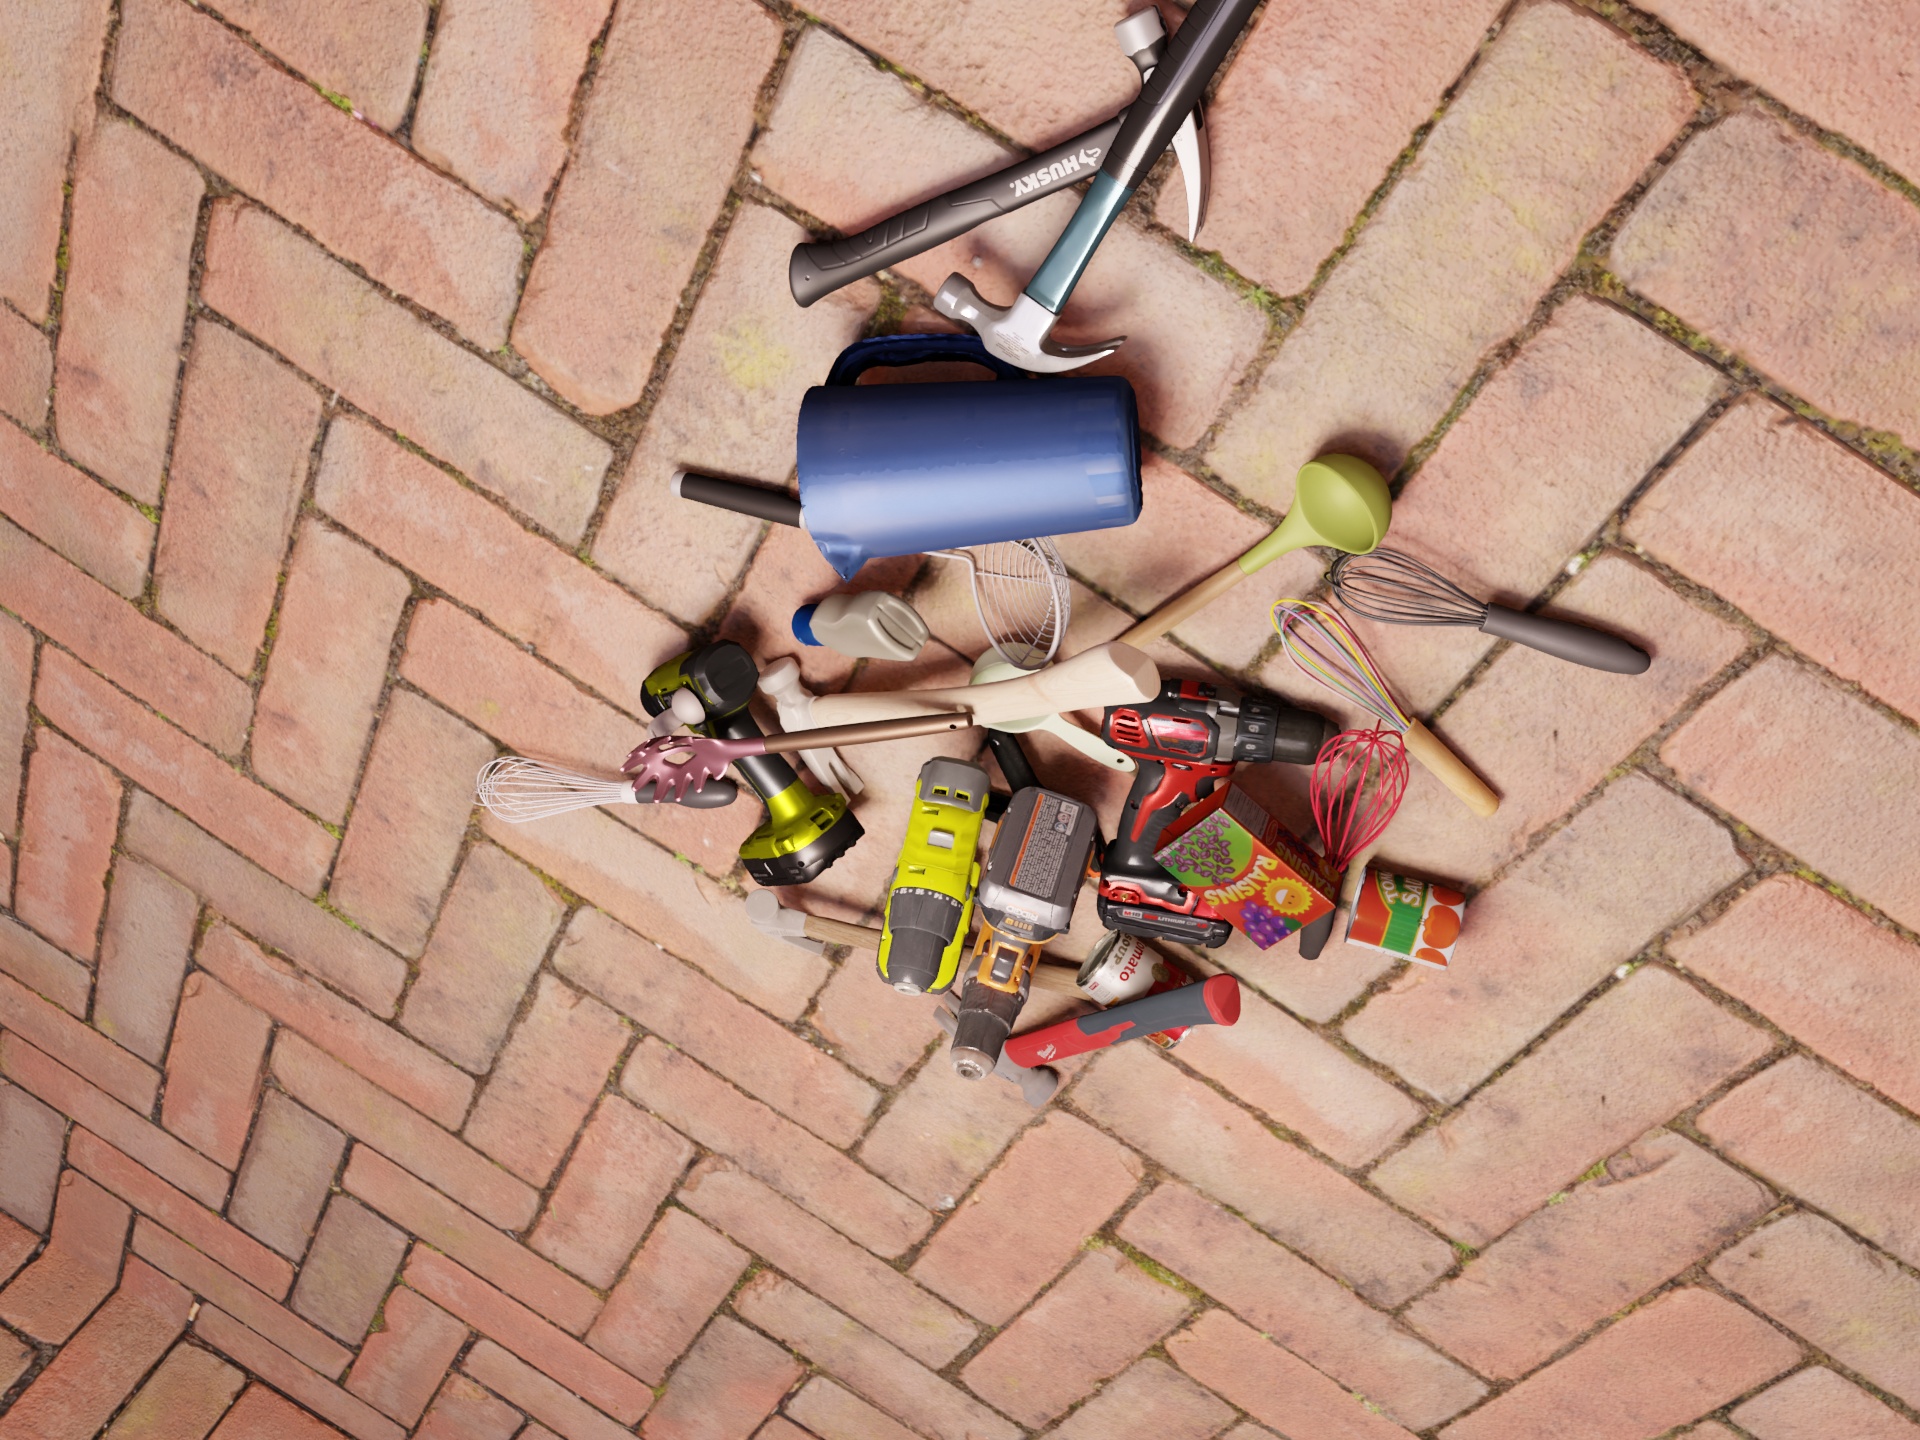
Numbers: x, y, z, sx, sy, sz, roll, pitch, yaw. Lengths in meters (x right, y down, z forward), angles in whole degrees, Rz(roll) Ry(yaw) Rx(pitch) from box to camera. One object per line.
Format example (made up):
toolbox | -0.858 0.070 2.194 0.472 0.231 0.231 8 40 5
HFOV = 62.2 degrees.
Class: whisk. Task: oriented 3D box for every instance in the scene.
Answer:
whisk | 0.381 -0.075 1.154 0.239 0.055 0.055 17 127 6
whisk | 0.328 -0.009 1.220 0.245 0.051 0.047 42 122 -11
whisk | 0.303 0.105 1.274 0.073 0.073 0.295 15 140 13
whisk | -0.348 0.068 1.551 0.284 0.070 0.070 0 122 16

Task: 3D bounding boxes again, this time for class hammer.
hammer | -0.002 -0.004 1.294 0.411 0.038 0.146 -7 121 46
hammer | -0.035 0.217 1.503 0.331 0.031 0.130 11 162 6
hammer | 0.017 -0.360 1.120 0.335 0.035 0.146 -14 114 30
hammer | 0.112 0.266 1.418 0.143 0.038 0.386 42 148 -8
hammer | 0.109 -0.366 1.033 0.128 0.033 0.331 36 128 0

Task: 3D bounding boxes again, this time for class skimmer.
skimmer | -0.080 -0.136 1.274 0.363 0.090 0.127 16 129 13

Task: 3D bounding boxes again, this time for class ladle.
ladle | 0.192 -0.100 1.208 0.320 0.062 0.078 -34 94 39

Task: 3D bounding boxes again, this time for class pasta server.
pasta server | -0.137 0.022 1.306 0.316 0.040 0.060 -7 127 24

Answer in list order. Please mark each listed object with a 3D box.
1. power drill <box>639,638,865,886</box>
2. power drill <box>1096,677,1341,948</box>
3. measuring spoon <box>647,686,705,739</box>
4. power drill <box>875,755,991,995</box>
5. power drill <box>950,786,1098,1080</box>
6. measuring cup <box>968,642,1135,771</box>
power drill | -0.197 0.038 1.435 0.171 0.080 0.223 -13 114 55
power drill | 0.203 0.073 1.306 0.188 0.080 0.226 8 121 10
measuring spoon | -0.255 0.002 1.387 0.034 0.018 0.124 55 147 -4
power drill | -0.027 0.156 1.348 0.080 0.191 0.228 12 157 1
power drill | 0.043 0.185 1.346 0.084 0.185 0.226 19 143 4
measuring cup | 0.081 -0.009 1.334 0.167 0.038 0.083 31 128 -20
